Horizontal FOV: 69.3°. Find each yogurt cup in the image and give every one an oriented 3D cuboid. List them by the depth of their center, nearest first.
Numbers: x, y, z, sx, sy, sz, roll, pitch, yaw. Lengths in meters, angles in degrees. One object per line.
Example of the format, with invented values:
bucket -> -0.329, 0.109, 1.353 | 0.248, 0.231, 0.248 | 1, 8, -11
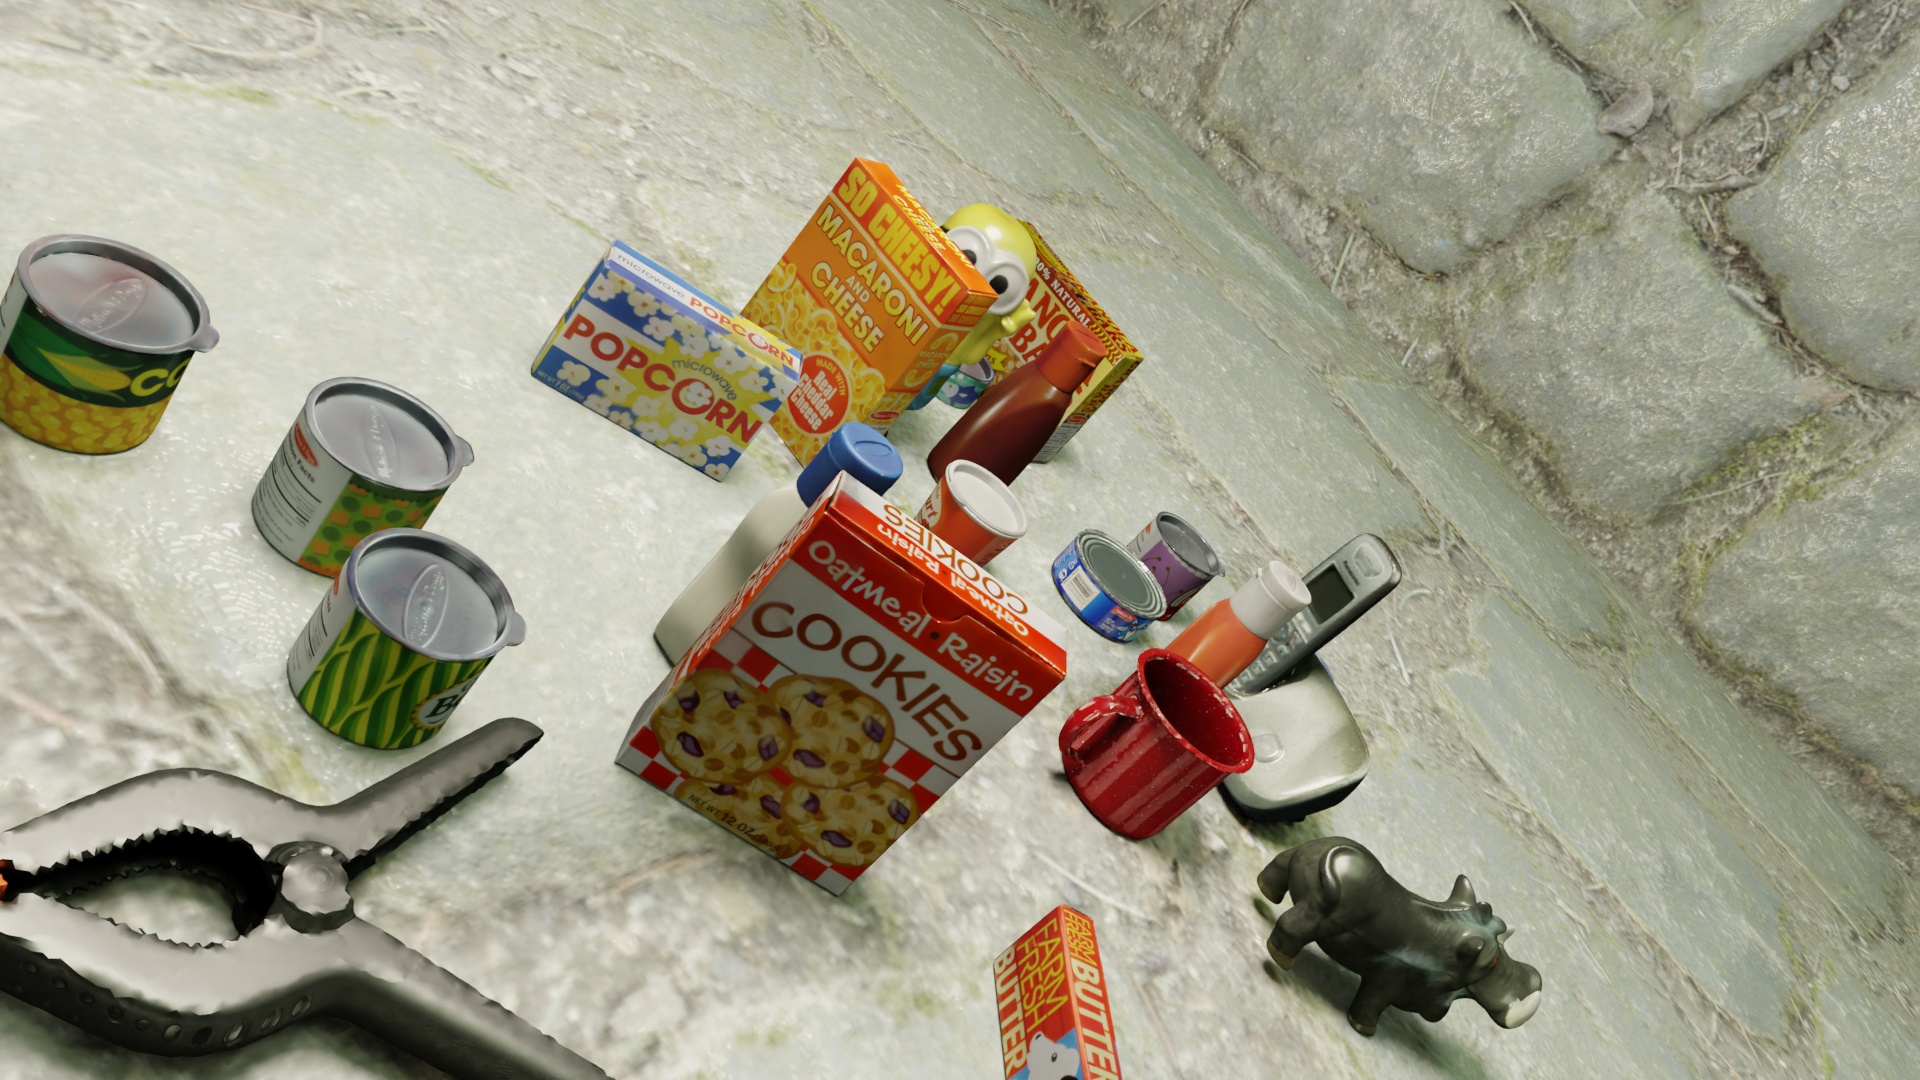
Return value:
yogurt cup -> 0.003, -0.012, 0.924 | 0.072, 0.053, 0.073 | 33, 28, -20

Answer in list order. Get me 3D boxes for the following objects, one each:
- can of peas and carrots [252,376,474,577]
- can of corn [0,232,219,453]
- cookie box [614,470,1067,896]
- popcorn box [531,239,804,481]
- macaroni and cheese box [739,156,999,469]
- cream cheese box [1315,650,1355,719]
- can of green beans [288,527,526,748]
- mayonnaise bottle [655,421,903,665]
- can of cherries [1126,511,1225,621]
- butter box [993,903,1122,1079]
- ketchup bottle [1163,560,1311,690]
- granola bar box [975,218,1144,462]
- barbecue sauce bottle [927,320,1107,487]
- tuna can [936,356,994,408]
can of peas and carrots -> -0.253, -0.026, 0.589 | 0.071, 0.058, 0.071 | 33, 28, -20
can of corn -> -0.338, -0.075, 0.546 | 0.071, 0.058, 0.071 | 33, 28, -20
cookie box -> -0.052, 0.068, 0.602 | 0.123, 0.166, 0.040 | 36, 27, -15
popcorn box -> -0.165, -0.101, 0.791 | 0.126, 0.085, 0.038 | 31, 28, -23
macaroni and cheese box -> -0.070, -0.140, 0.889 | 0.124, 0.165, 0.040 | 52, 27, 18
cream cheese box -> 0.267, 0.117, 1.095 | 0.024, 0.053, 0.104 | 25, 31, -32
can of green beans -> -0.218, 0.039, 0.542 | 0.071, 0.057, 0.071 | 33, 28, -20
mayonnaise bottle -> -0.085, 0.006, 0.671 | 0.041, 0.147, 0.065 | 53, 28, 20
can of cherries -> 0.162, 0.022, 1.086 | 0.071, 0.058, 0.072 | 33, 28, -20
butter box -> 0.043, 0.222, 0.631 | 0.024, 0.053, 0.104 | 30, 29, -24
ketchup bottle -> 0.163, 0.074, 0.910 | 0.043, 0.148, 0.065 | 40, 26, -6
granola bar box -> 0.057, -0.165, 1.148 | 0.039, 0.123, 0.166 | 1, 48, -54
barbecue sauce bottle -> 0.044, -0.092, 0.993 | 0.065, 0.148, 0.044 | 19, 34, -39
tuna can -> -0.009, -0.141, 1.124 | 0.071, 0.032, 0.071 | 33, 28, -20
